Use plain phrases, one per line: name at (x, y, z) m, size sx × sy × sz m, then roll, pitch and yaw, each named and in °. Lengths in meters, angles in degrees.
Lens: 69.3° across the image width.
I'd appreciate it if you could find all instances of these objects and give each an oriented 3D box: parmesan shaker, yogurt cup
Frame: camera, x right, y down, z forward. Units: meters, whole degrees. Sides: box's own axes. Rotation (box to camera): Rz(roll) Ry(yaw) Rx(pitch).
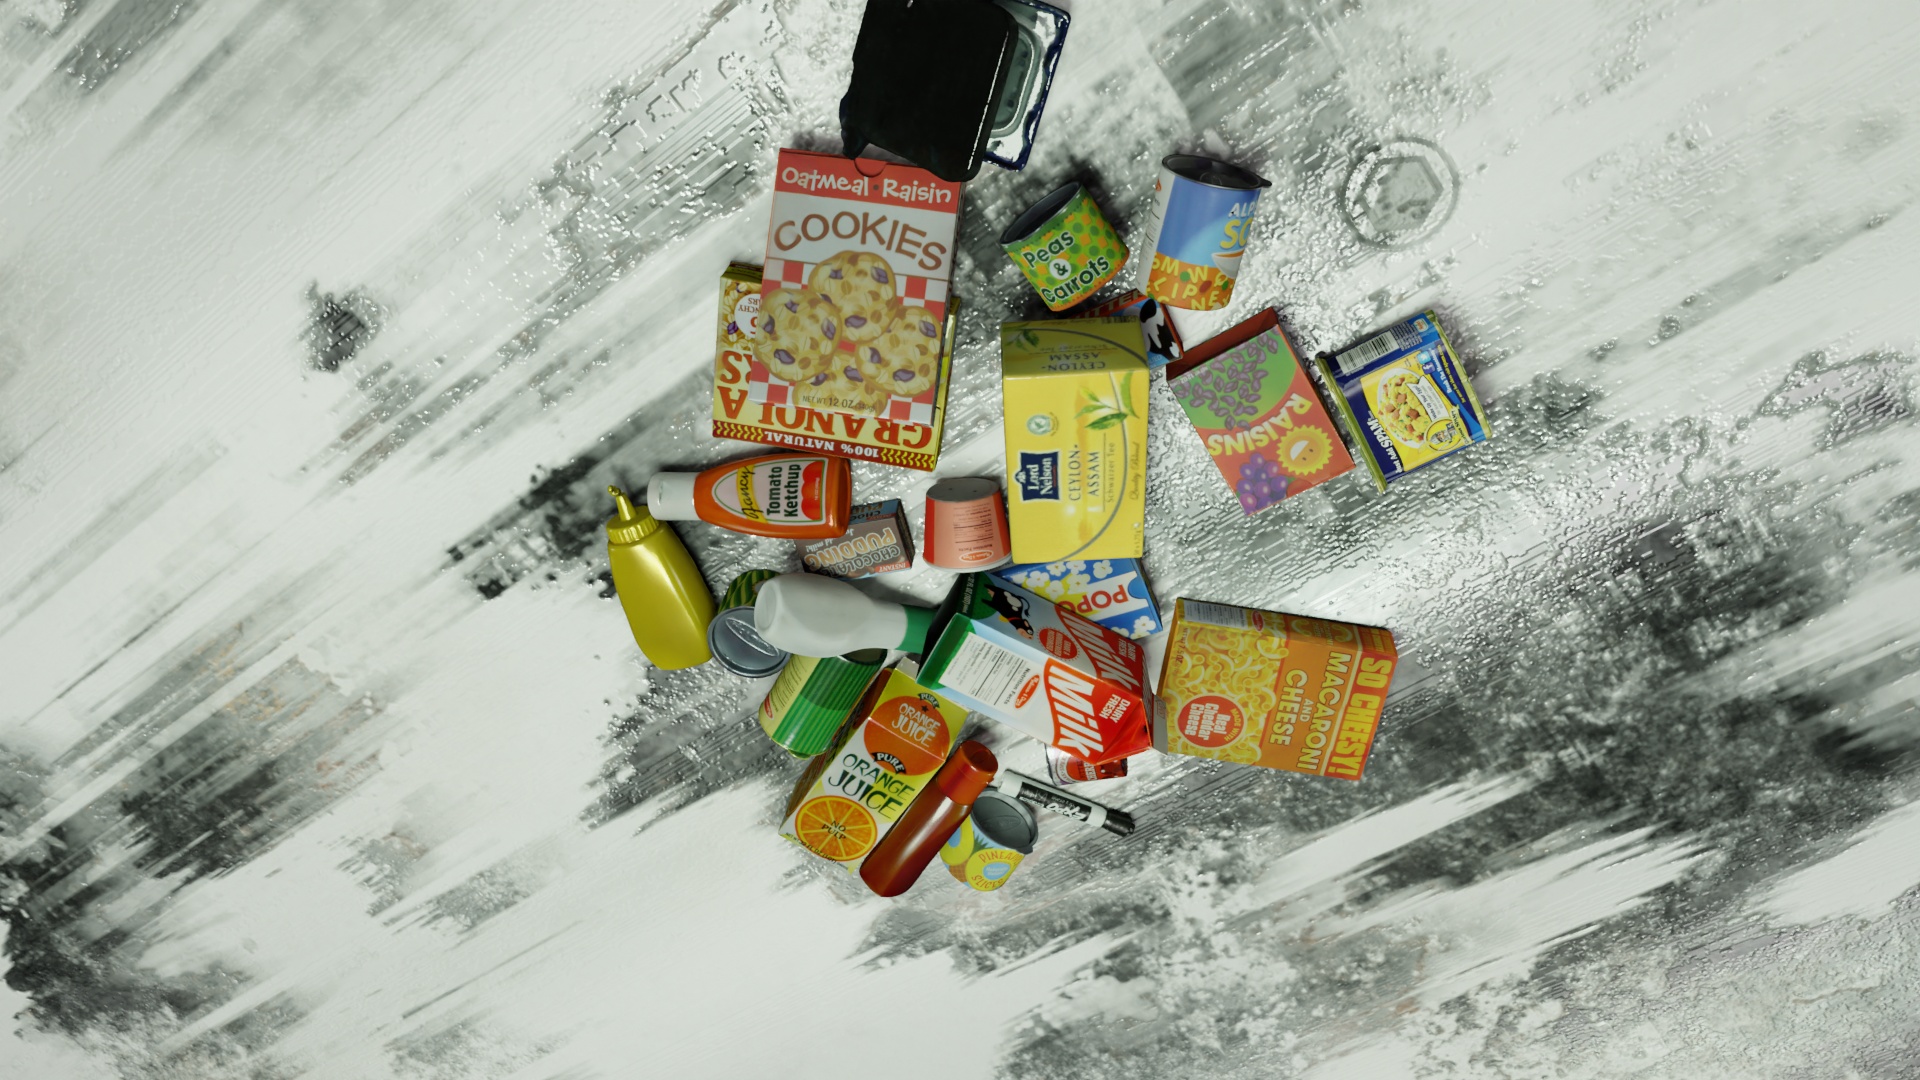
parmesan shaker at (-0.108, 0.114, 1.100) m, size 0.071 × 0.071 × 0.102 m, roll 28°, pitch 118°, yaw -9°
yogurt cup at (0.004, -0.013, 1.024) m, size 0.072 × 0.073 × 0.053 m, roll -2°, pitch 111°, yaw 7°

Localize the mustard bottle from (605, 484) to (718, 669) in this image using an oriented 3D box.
mustard bottle at (-0.237, 0.024, 1.078) m, size 0.065 × 0.049 × 0.159 m, roll -9°, pitch 117°, yaw 15°

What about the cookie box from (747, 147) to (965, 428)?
cookie box at (-0.068, -0.166, 0.920) m, size 0.123 × 0.040 × 0.167 m, roll 8°, pitch 92°, yaw 1°

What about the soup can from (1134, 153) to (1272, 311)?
soup can at (0.156, -0.199, 0.901) m, size 0.071 × 0.072 × 0.083 m, roll 11°, pitch 120°, yaw 0°

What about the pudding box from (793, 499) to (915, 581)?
pudding box at (-0.081, 0.002, 1.059) m, size 0.084 × 0.030 × 0.049 m, roll -9°, pitch 119°, yaw 11°

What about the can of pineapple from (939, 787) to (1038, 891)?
can of pineapple at (0.024, 0.252, 1.163) m, size 0.071 × 0.071 × 0.057 m, roll 26°, pitch 119°, yaw -8°

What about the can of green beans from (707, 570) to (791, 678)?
can of green beans at (-0.158, 0.065, 1.086) m, size 0.071 × 0.058 × 0.071 m, roll 3°, pitch 119°, yaw 5°

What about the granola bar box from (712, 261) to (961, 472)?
granola bar box at (-0.090, -0.122, 0.987) m, size 0.166 × 0.039 × 0.123 m, roll 9°, pitch 119°, yaw 1°

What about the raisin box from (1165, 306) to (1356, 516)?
raisin box at (0.210, -0.088, 0.973) m, size 0.086 × 0.040 × 0.123 m, roll -27°, pitch 113°, yaw 18°

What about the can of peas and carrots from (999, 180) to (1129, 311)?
can of peas and carrots at (0.069, -0.192, 0.912) m, size 0.071 × 0.071 × 0.058 m, roll -32°, pitch 112°, yaw 21°

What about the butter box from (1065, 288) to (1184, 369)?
butter box at (0.098, -0.135, 0.967) m, size 0.103 × 0.024 × 0.053 m, roll -21°, pitch 116°, yaw 17°

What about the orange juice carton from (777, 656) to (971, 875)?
orange juice carton at (-0.066, 0.175, 1.128) m, size 0.072 × 0.073 × 0.192 m, roll 32°, pitch 117°, yaw -10°

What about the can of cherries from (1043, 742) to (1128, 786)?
can of cherries at (0.099, 0.161, 1.103) m, size 0.058 × 0.072 × 0.071 m, roll -9°, pitch 118°, yaw 11°

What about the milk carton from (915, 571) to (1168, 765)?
milk carton at (0.070, 0.100, 1.027) m, size 0.190 × 0.073 × 0.073 m, roll 26°, pitch 119°, yaw -7°

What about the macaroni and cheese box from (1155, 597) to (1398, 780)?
macaroni and cheese box at (0.240, 0.116, 1.081) m, size 0.166 × 0.040 × 0.123 m, roll 8°, pitch 119°, yaw 2°

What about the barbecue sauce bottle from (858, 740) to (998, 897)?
barbecue sauce bottle at (-0.023, 0.225, 1.126) m, size 0.044 × 0.065 × 0.148 m, roll 44°, pitch 116°, yaw 17°

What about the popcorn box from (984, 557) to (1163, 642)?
popcorn box at (0.081, 0.043, 1.060) m, size 0.126 × 0.038 × 0.085 m, roll -17°, pitch 114°, yaw 15°

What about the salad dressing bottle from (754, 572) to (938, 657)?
salad dressing bottle at (-0.081, 0.061, 1.051) m, size 0.148 × 0.064 × 0.043 m, roll 11°, pitch 138°, yaw -32°

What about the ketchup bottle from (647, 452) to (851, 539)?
ketchup bottle at (-0.157, -0.033, 1.035) m, size 0.149 × 0.043 × 0.065 m, roll 0°, pitch 80°, yaw 12°
